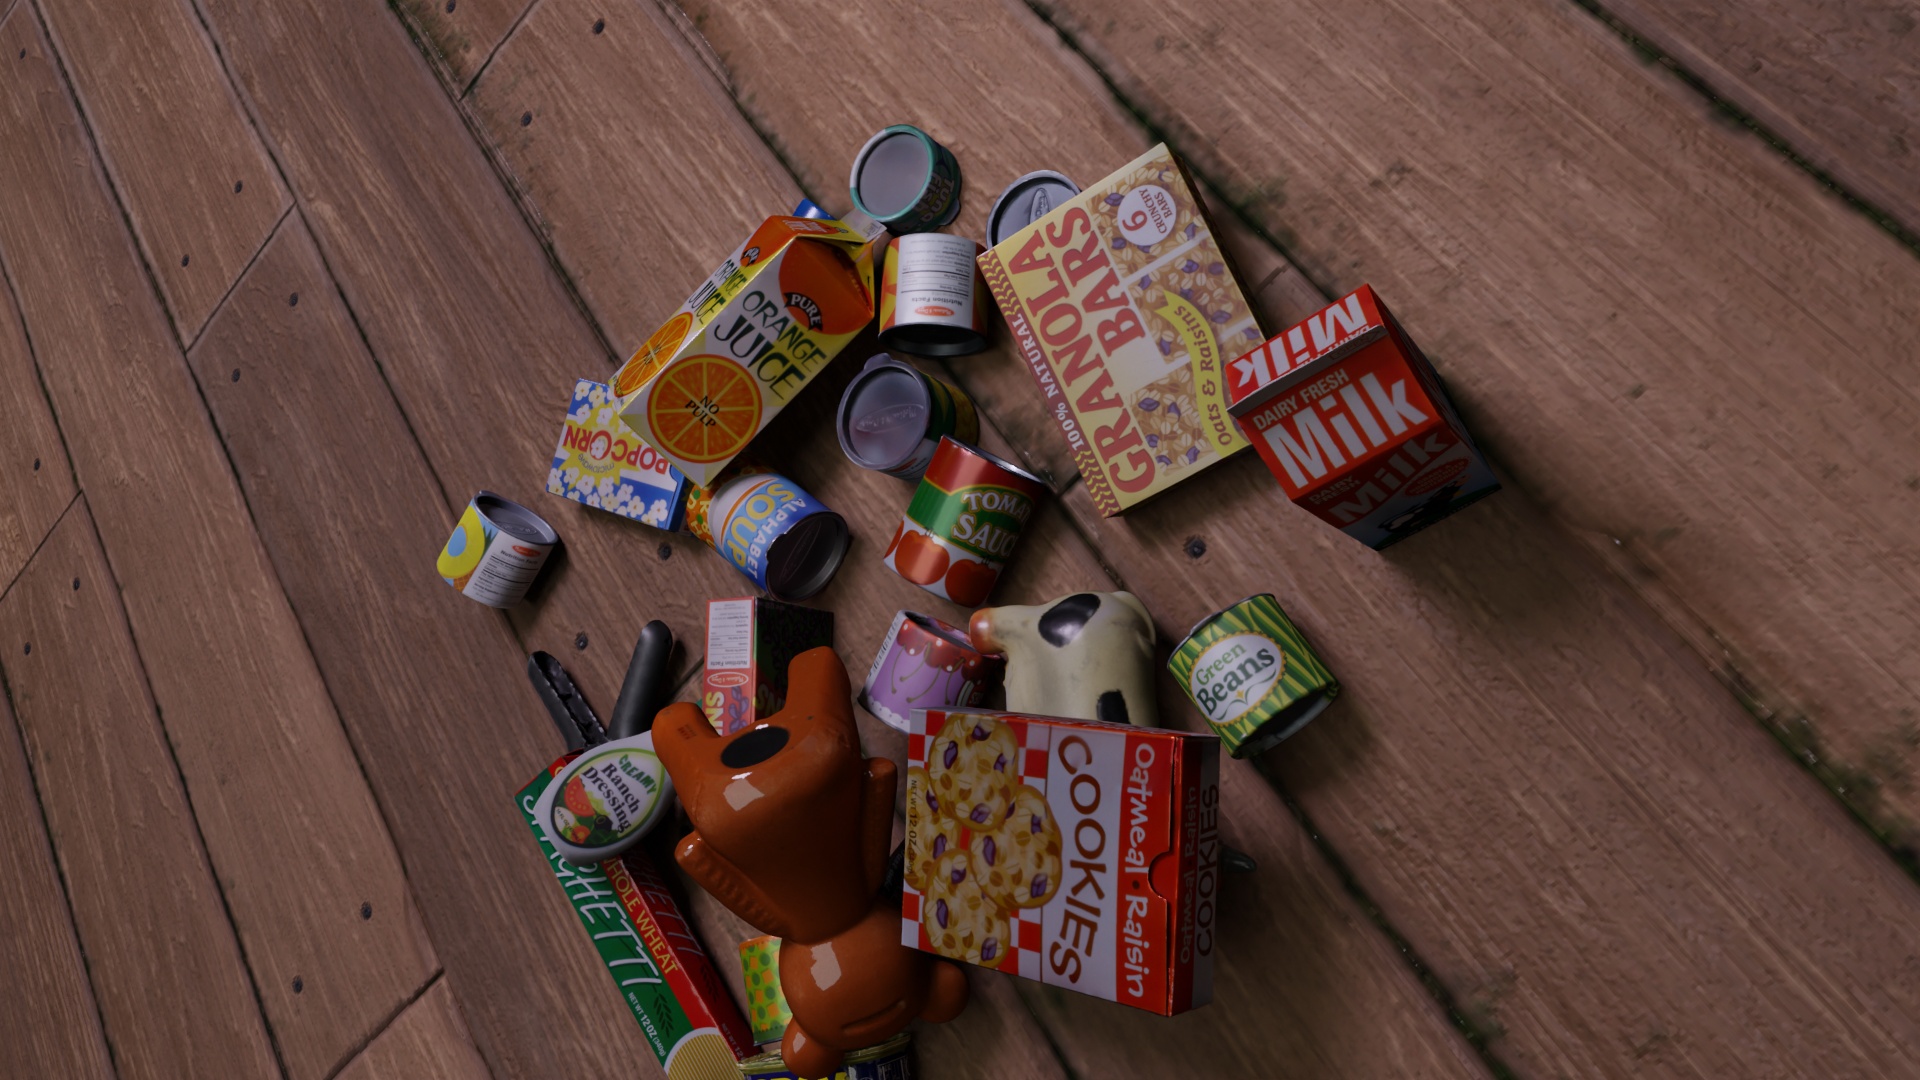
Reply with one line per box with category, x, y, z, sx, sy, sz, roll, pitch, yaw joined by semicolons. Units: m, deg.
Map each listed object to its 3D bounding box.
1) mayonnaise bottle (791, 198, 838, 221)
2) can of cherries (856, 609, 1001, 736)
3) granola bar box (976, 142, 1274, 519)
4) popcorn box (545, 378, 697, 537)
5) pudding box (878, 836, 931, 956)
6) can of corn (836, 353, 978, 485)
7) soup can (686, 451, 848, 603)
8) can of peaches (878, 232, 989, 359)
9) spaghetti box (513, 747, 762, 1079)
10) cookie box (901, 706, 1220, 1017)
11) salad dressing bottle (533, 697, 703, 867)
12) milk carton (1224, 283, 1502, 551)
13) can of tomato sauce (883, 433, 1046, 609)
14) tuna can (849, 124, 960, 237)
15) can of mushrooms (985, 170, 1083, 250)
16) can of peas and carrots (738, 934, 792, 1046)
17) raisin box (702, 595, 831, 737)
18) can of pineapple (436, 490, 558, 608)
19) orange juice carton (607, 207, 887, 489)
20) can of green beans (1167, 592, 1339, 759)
mayonnaise bottle;-0.130;-0.154;0.915;0.148;0.064;0.041;-54;47;6
can of cherries;-0.015;0.080;0.799;0.071;0.071;0.058;28;94;32
granola bar box;0.099;-0.112;0.761;0.124;0.039;0.165;-28;81;22
popcorn box;-0.224;-0.058;0.964;0.127;0.038;0.085;16;88;32
pudding box;-0.017;0.196;0.797;0.050;0.030;0.083;44;104;28
can of corn;-0.031;-0.072;0.840;0.071;0.058;0.071;-6;78;30
soup can;-0.124;-0.010;0.876;0.084;0.071;0.071;34;99;31
can of peaches;-0.016;-0.147;0.843;0.071;0.071;0.058;-3;79;30
spaghetti box;-0.201;0.247;0.872;0.050;0.029;0.250;-40;73;14
cookie box;0.044;0.148;0.671;0.167;0.040;0.123;0;86;43
salad dressing bottle;-0.190;0.141;0.864;0.148;0.044;0.064;-36;85;-16
milk carton;0.182;-0.055;0.632;0.072;0.190;0.073;-31;67;23
can of tomato sauce;0.003;-0.010;0.803;0.071;0.071;0.083;30;97;31
tuna can;-0.035;-0.228;0.888;0.071;0.033;0.071;-6;77;30
can of mushrooms;0.053;-0.183;0.827;0.071;0.033;0.071;-7;77;30
can of peas and carrots;-0.090;0.256;0.807;0.071;0.071;0.059;-23;69;26
raisin box;-0.116;0.100;0.841;0.040;0.086;0.123;-4;78;26
can of pineapple;-0.334;0.007;1.001;0.071;0.071;0.057;39;102;30
orange juice carton;-0.123;-0.132;0.857;0.192;0.073;0.072;-45;29;3
can of green beans;0.148;0.069;0.702;0.071;0.071;0.058;-42;63;18
